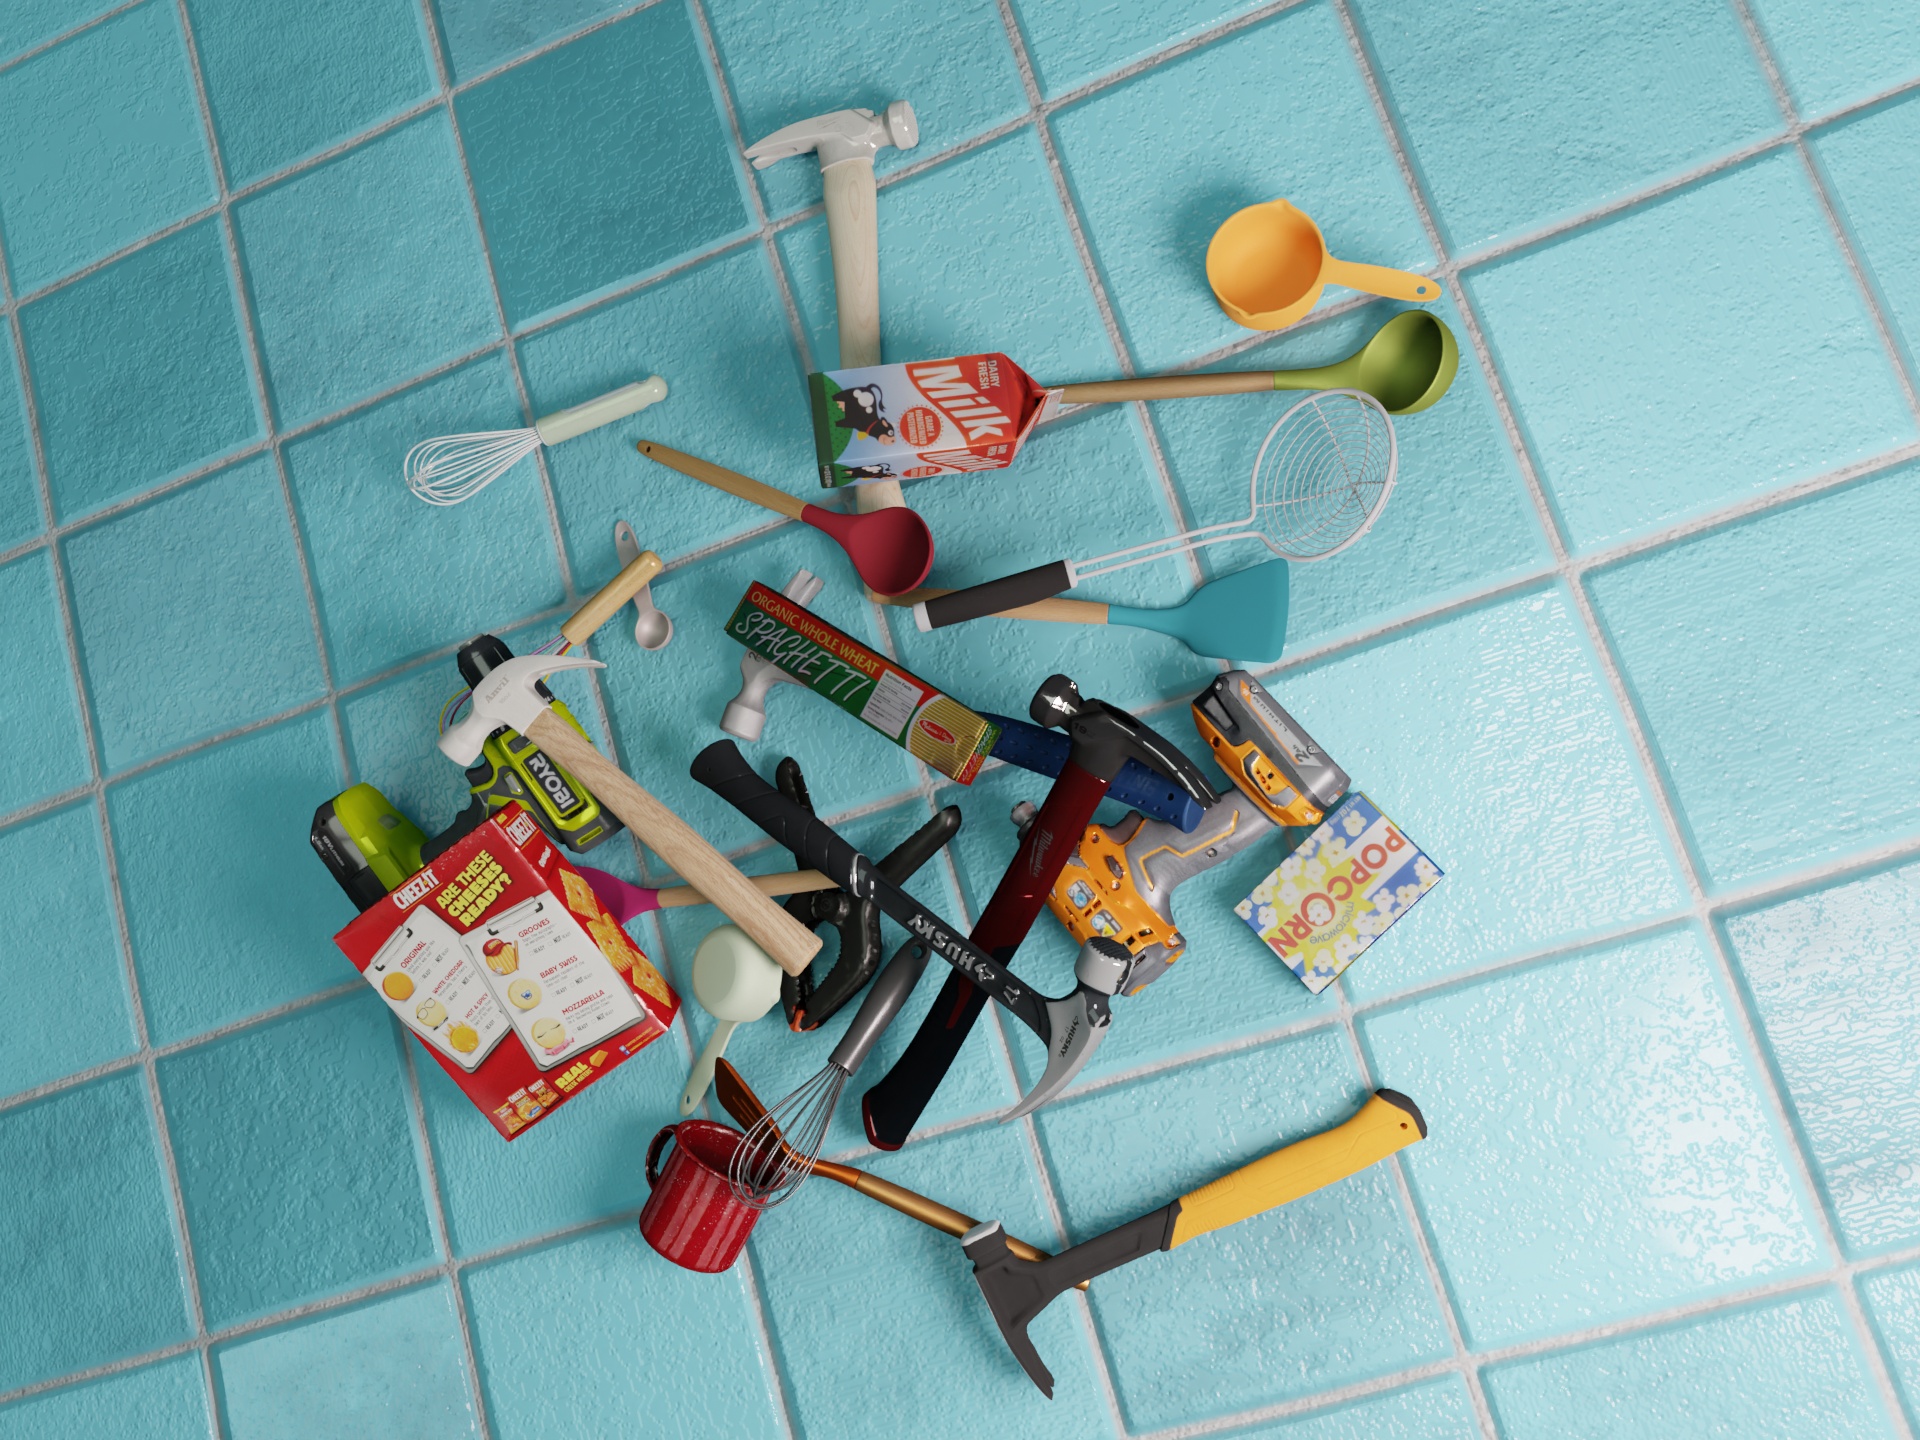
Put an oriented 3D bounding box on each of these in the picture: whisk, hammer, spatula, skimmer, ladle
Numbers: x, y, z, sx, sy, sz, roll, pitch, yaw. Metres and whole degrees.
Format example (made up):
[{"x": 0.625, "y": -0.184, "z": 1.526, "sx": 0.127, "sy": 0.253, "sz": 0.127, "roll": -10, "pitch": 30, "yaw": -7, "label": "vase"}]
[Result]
[{"x": -0.364, "y": -0.244, "z": 1.360, "sx": 0.246, "sy": 0.058, "sz": 0.059, "roll": -20, "pitch": 112, "yaw": 8, "label": "whisk"}, {"x": 0.037, "y": 0.165, "z": 1.131, "sx": 0.143, "sy": 0.038, "sz": 0.386, "roll": 35, "pitch": 112, "yaw": 20, "label": "hammer"}, {"x": 0.175, "y": 0.355, "z": 1.126, "sx": 0.337, "sy": 0.034, "sz": 0.127, "roll": -27, "pitch": 87, "yaw": 6, "label": "hammer"}, {"x": -0.002, "y": -0.004, "z": 1.189, "sx": 0.406, "sy": 0.035, "sz": 0.144, "roll": 18, "pitch": 86, "yaw": 30, "label": "hammer"}, {"x": -0.051, "y": 0.346, "z": 1.193, "sx": 0.322, "sy": 0.081, "sz": 0.041, "roll": 22, "pitch": 52, "yaw": 9, "label": "spatula"}, {"x": -0.060, "y": 0.126, "z": 1.147, "sx": 0.409, "sy": 0.036, "sz": 0.149, "roll": 33, "pitch": 110, "yaw": 33, "label": "hammer"}, {"x": -0.344, "y": -0.058, "z": 1.323, "sx": 0.245, "sy": 0.051, "sz": 0.047, "roll": -41, "pitch": 66, "yaw": 8, "label": "whisk"}, {"x": 0.134, "y": -0.140, "z": 1.154, "sx": 0.363, "sy": 0.090, "sz": 0.127, "roll": -16, "pitch": 61, "yaw": 5, "label": "skimmer"}, {"x": 0.086, "y": -0.088, "z": 1.205, "sx": 0.317, "sy": 0.044, "sz": 0.082, "roll": 5, "pitch": 74, "yaw": 9, "label": "spatula"}, {"x": -0.090, "y": -0.298, "z": 1.296, "sx": 0.146, "sy": 0.038, "sz": 0.411, "roll": -8, "pitch": 81, "yaw": 16, "label": "hammer"}, {"x": 0.209, "y": -0.260, "z": 1.200, "sx": 0.320, "sy": 0.062, "sz": 0.078, "roll": 0, "pitch": 78, "yaw": 18, "label": "ladle"}, {"x": -0.237, "y": 0.073, "z": 1.213, "sx": 0.331, "sy": 0.031, "sz": 0.130, "roll": 40, "pitch": 91, "yaw": 5, "label": "hammer"}, {"x": -0.091, "y": 0.255, "z": 1.179, "sx": 0.055, "sy": 0.055, "sz": 0.239, "roll": 28, "pitch": 64, "yaw": 17, "label": "whisk"}, {"x": -0.145, "y": -0.174, "z": 1.277, "sx": 0.316, "sy": 0.031, "sz": 0.069, "roll": 25, "pitch": 97, "yaw": 27, "label": "ladle"}]

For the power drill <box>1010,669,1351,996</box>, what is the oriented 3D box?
[{"x": 0.151, "y": 0.068, "z": 1.159, "sx": 0.226, "sy": 0.084, "sz": 0.164, "roll": -44, "pitch": 72, "yaw": 9, "label": "power drill"}]

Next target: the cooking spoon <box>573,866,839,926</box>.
[{"x": -0.215, "y": 0.139, "z": 1.260, "sx": 0.319, "sy": 0.017, "sz": 0.069, "roll": -9, "pitch": 79, "yaw": 23, "label": "cooking spoon"}]

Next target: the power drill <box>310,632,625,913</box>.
[{"x": -0.404, "y": 0.057, "z": 1.289, "sx": 0.228, "sy": 0.080, "sz": 0.190, "roll": -32, "pitch": 98, "yaw": 10, "label": "power drill"}]

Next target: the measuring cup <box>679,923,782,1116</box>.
[{"x": -0.196, "y": 0.235, "z": 1.241, "sx": 0.083, "sy": 0.038, "sz": 0.167, "roll": 32, "pitch": 100, "yaw": 43, "label": "measuring cup"}]

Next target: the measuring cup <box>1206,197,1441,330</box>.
[{"x": 0.272, "y": -0.329, "z": 1.194, "sx": 0.174, "sy": 0.052, "sz": 0.095, "roll": 16, "pitch": 87, "yaw": 15, "label": "measuring cup"}]

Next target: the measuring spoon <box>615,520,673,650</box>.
[{"x": -0.266, "y": -0.113, "z": 1.333, "sx": 0.034, "sy": 0.018, "sz": 0.124, "roll": -27, "pitch": 70, "yaw": 18, "label": "measuring spoon"}]
